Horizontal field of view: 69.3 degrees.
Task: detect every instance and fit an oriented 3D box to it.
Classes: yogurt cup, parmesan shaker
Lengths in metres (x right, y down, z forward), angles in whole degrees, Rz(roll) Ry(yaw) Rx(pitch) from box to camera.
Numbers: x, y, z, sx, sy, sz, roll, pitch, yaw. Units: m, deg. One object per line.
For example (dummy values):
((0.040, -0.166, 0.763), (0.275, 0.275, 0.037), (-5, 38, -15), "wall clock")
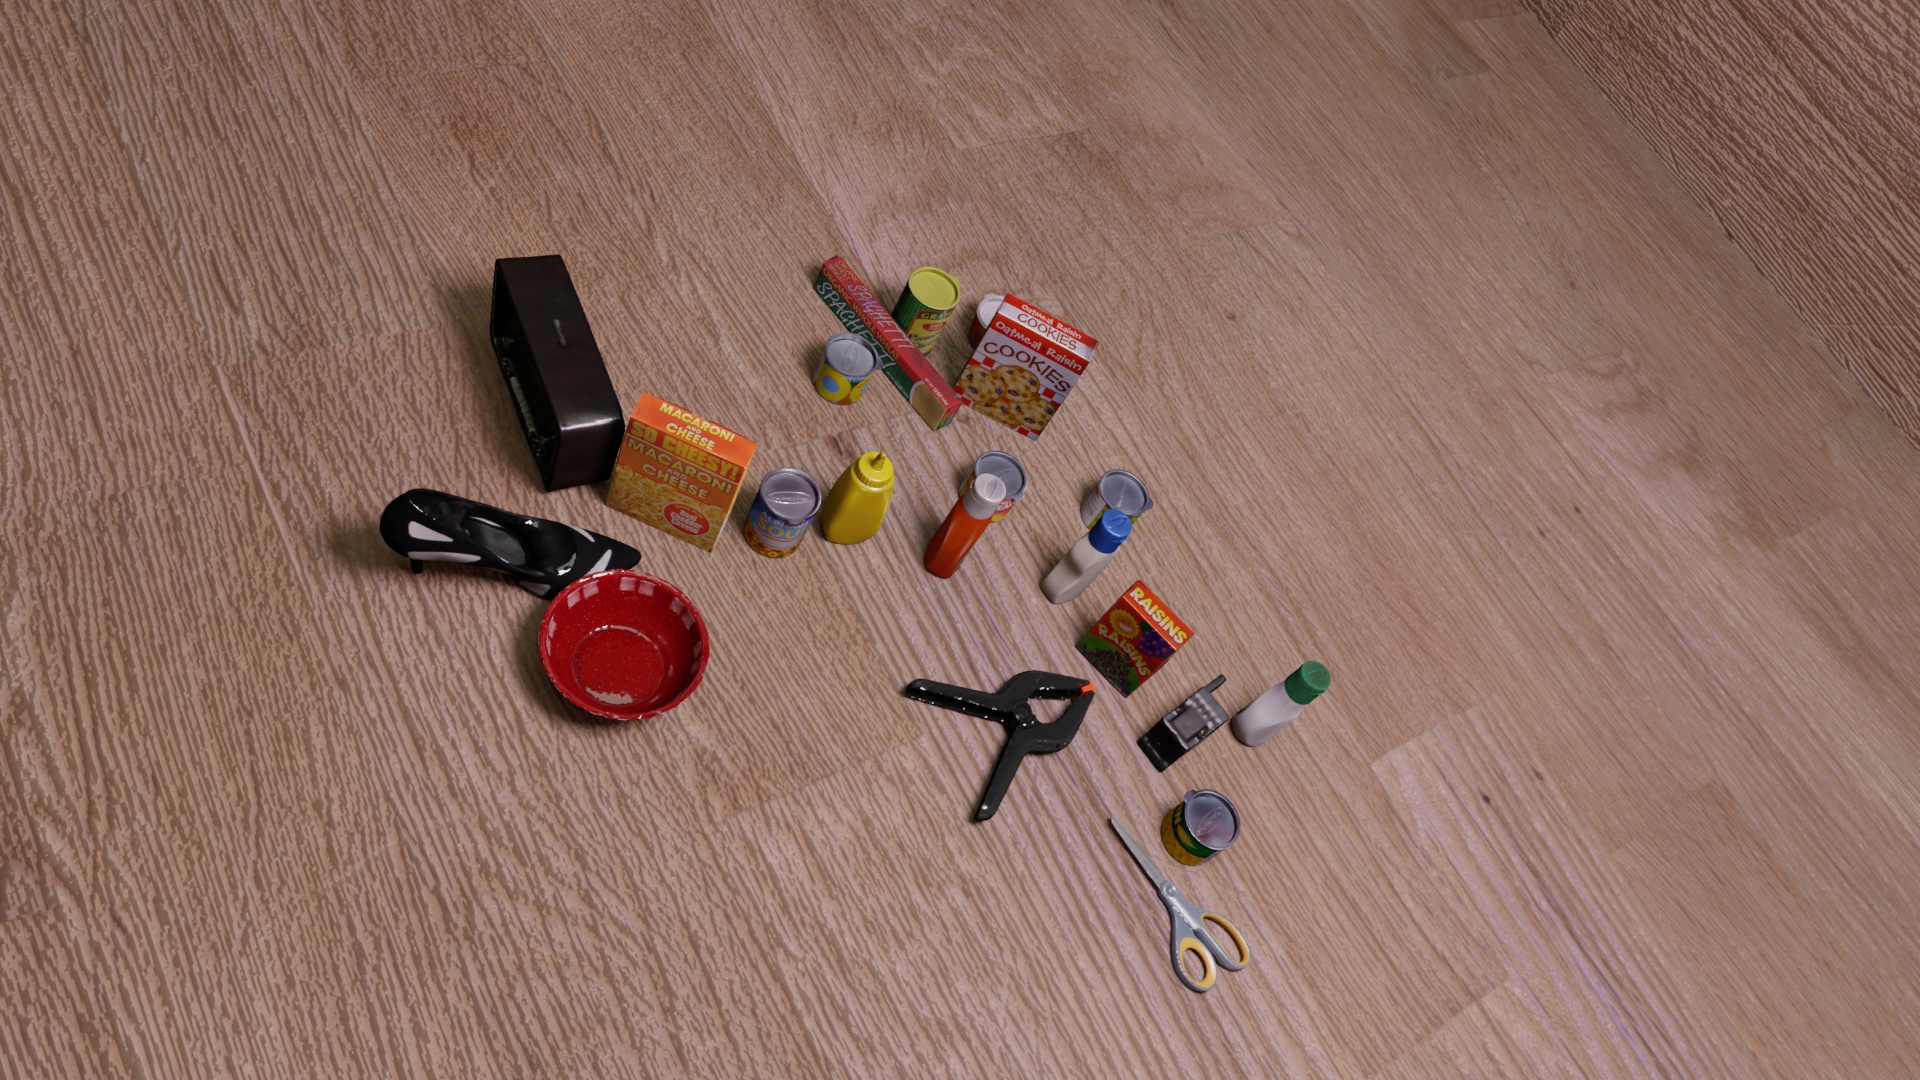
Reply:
((0.044, -0.268, 1.764), (0.072, 0.053, 0.073), (11, 55, -17), "yogurt cup")
((-0.046, -0.277, 1.699), (0.071, 0.102, 0.071), (11, 55, -17), "parmesan shaker")

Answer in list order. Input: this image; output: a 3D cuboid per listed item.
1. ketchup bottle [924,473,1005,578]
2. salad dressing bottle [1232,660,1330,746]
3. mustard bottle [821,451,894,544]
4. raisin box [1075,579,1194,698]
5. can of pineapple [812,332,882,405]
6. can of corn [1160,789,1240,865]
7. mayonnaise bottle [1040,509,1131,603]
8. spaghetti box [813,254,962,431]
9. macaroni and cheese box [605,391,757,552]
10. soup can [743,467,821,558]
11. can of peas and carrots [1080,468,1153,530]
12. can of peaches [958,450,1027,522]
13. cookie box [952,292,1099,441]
((0.005, -0.019, 1.524), (0.043, 0.148, 0.065), (26, 52, -6), "ketchup bottle")
((0.358, 0.181, 1.548), (0.064, 0.147, 0.044), (-12, 65, -30), "salad dressing bottle")
((-0.103, -0.053, 1.491), (0.065, 0.159, 0.049), (0, 60, -24), "mustard bottle")
((0.192, 0.110, 1.537), (0.086, 0.122, 0.040), (46, 53, 9), "raisin box")
((-0.135, -0.201, 1.639), (0.071, 0.057, 0.071), (11, 55, -17), "can of pineapple")
((0.253, 0.304, 1.478), (0.071, 0.058, 0.071), (11, 55, -17), "can of corn")
((0.145, 0.017, 1.562), (0.065, 0.147, 0.041), (-25, 71, -34), "mayonnaise bottle")
((-0.091, -0.241, 1.689), (0.029, 0.050, 0.250), (-30, 74, -35), "spaghetti box")
((-0.287, -0.068, 1.416), (0.124, 0.165, 0.040), (25, 53, -7), "macaroni and cheese box")
((-0.191, -0.026, 1.483), (0.071, 0.083, 0.072), (11, 55, -17), "soup can")
((0.188, -0.043, 1.676), (0.071, 0.058, 0.071), (11, 55, -17), "can of peas and carrots")
((0.039, -0.060, 1.623), (0.071, 0.057, 0.071), (11, 55, -17), "can of peaches")
((0.074, -0.206, 1.664), (0.123, 0.166, 0.040), (27, 52, -5), "cookie box")
